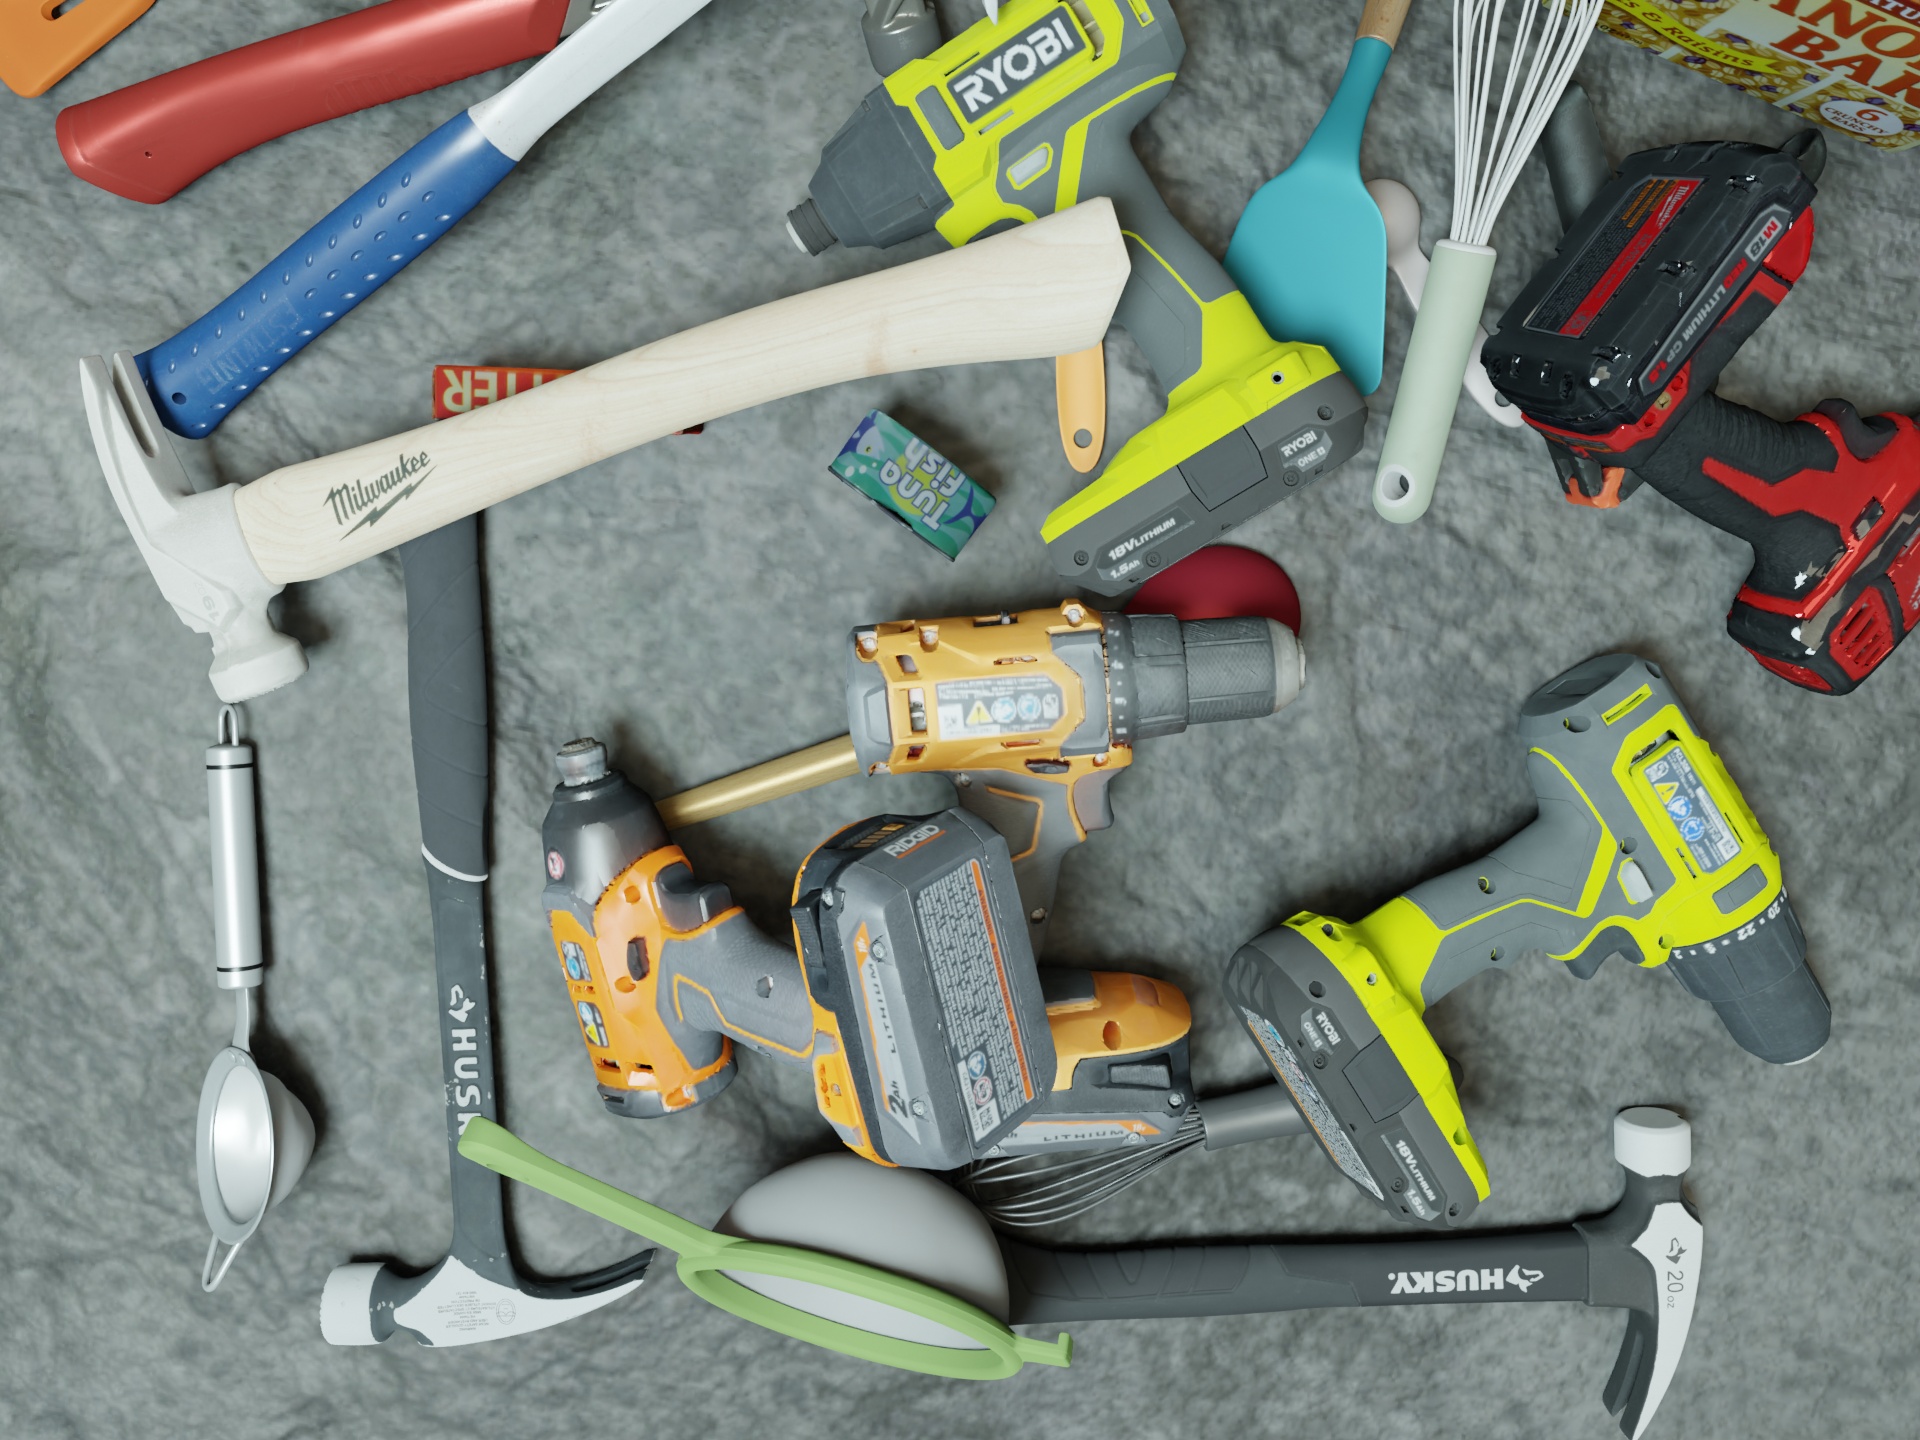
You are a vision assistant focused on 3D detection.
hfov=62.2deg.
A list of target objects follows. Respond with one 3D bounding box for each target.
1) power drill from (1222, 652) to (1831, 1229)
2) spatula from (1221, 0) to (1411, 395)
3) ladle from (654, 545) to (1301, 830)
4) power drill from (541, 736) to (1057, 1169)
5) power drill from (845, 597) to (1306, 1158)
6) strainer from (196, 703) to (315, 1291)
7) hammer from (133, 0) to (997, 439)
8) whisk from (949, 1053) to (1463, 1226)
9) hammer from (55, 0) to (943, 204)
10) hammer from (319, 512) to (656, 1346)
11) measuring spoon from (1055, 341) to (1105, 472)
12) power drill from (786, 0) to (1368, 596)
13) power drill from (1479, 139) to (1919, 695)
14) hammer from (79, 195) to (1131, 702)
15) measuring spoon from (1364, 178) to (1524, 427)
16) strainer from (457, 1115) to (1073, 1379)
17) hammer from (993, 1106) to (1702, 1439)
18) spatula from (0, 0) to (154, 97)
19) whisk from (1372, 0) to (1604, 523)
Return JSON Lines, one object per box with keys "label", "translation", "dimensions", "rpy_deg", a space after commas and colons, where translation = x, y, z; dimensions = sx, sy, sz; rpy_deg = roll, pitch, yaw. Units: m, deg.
{"label": "power drill", "translation": [0.246, 0.107, 0.671], "dimensions": [0.228, 0.080, 0.190], "rpy_deg": [-33, 95, -8]}
{"label": "spatula", "translation": [0.177, -0.295, 0.650], "dimensions": [0.082, 0.044, 0.317], "rpy_deg": [19, 91, 24]}
{"label": "ladle", "translation": [-0.001, -0.002, 0.698], "dimensions": [0.315, 0.031, 0.069], "rpy_deg": [-19, 97, 5]}
{"label": "power drill", "translation": [-0.082, 0.084, 0.628], "dimensions": [0.226, 0.084, 0.164], "rpy_deg": [-2, 106, 42]}
{"label": "power drill", "translation": [0.054, 0.061, 0.666], "dimensions": [0.185, 0.084, 0.226], "rpy_deg": [-5, 104, 1]}
{"label": "strainer", "translation": [-0.319, 0.122, 0.712], "dimensions": [0.087, 0.050, 0.258], "rpy_deg": [1, 94, 45]}
{"label": "hammer", "translation": [-0.169, -0.229, 0.618], "dimensions": [0.405, 0.035, 0.143], "rpy_deg": [-30, 134, 19]}
{"label": "whisk", "translation": [0.110, 0.184, 0.714], "dimensions": [0.239, 0.055, 0.055], "rpy_deg": [-12, 98, -2]}
{"label": "hammer", "translation": [-0.194, -0.283, 0.626], "dimensions": [0.359, 0.037, 0.149], "rpy_deg": [-13, 138, 8]}
{"label": "hammer", "translation": [-0.219, 0.083, 0.708], "dimensions": [0.149, 0.036, 0.409], "rpy_deg": [-1, 98, 0]}
{"label": "measuring spoon", "translation": [0.051, -0.165, 0.683], "dimensions": [0.021, 0.011, 0.117], "rpy_deg": [-2, 101, 9]}
{"label": "power drill", "translation": [0.046, -0.169, 0.639], "dimensions": [0.171, 0.080, 0.223], "rpy_deg": [-30, 90, 11]}
{"label": "power drill", "translation": [0.326, -0.120, 0.630], "dimensions": [0.219, 0.079, 0.143], "rpy_deg": [34, 97, -24]}
{"label": "hammer", "translation": [-0.138, -0.129, 0.614], "dimensions": [0.410, 0.038, 0.146], "rpy_deg": [-16, 107, 11]}
{"label": "measuring spoon", "translation": [0.205, -0.176, 0.674], "dimensions": [0.034, 0.018, 0.124], "rpy_deg": [-37, 97, 5]}
{"label": "strainer", "translation": [-0.081, 0.199, 0.660], "dimensions": [0.256, 0.151, 0.069], "rpy_deg": [33, 56, -22]}
{"label": "hammer", "translation": [0.165, 0.259, 0.727], "dimensions": [0.335, 0.035, 0.146], "rpy_deg": [-3, 97, 1]}
{"label": "spatula", "translation": [-0.275, -0.364, 0.623], "dimensions": [0.322, 0.041, 0.081], "rpy_deg": [-27, 97, 20]}
{"label": "whisk", "translation": [0.206, -0.199, 0.641], "dimensions": [0.058, 0.059, 0.246], "rpy_deg": [24, 116, 33]}
